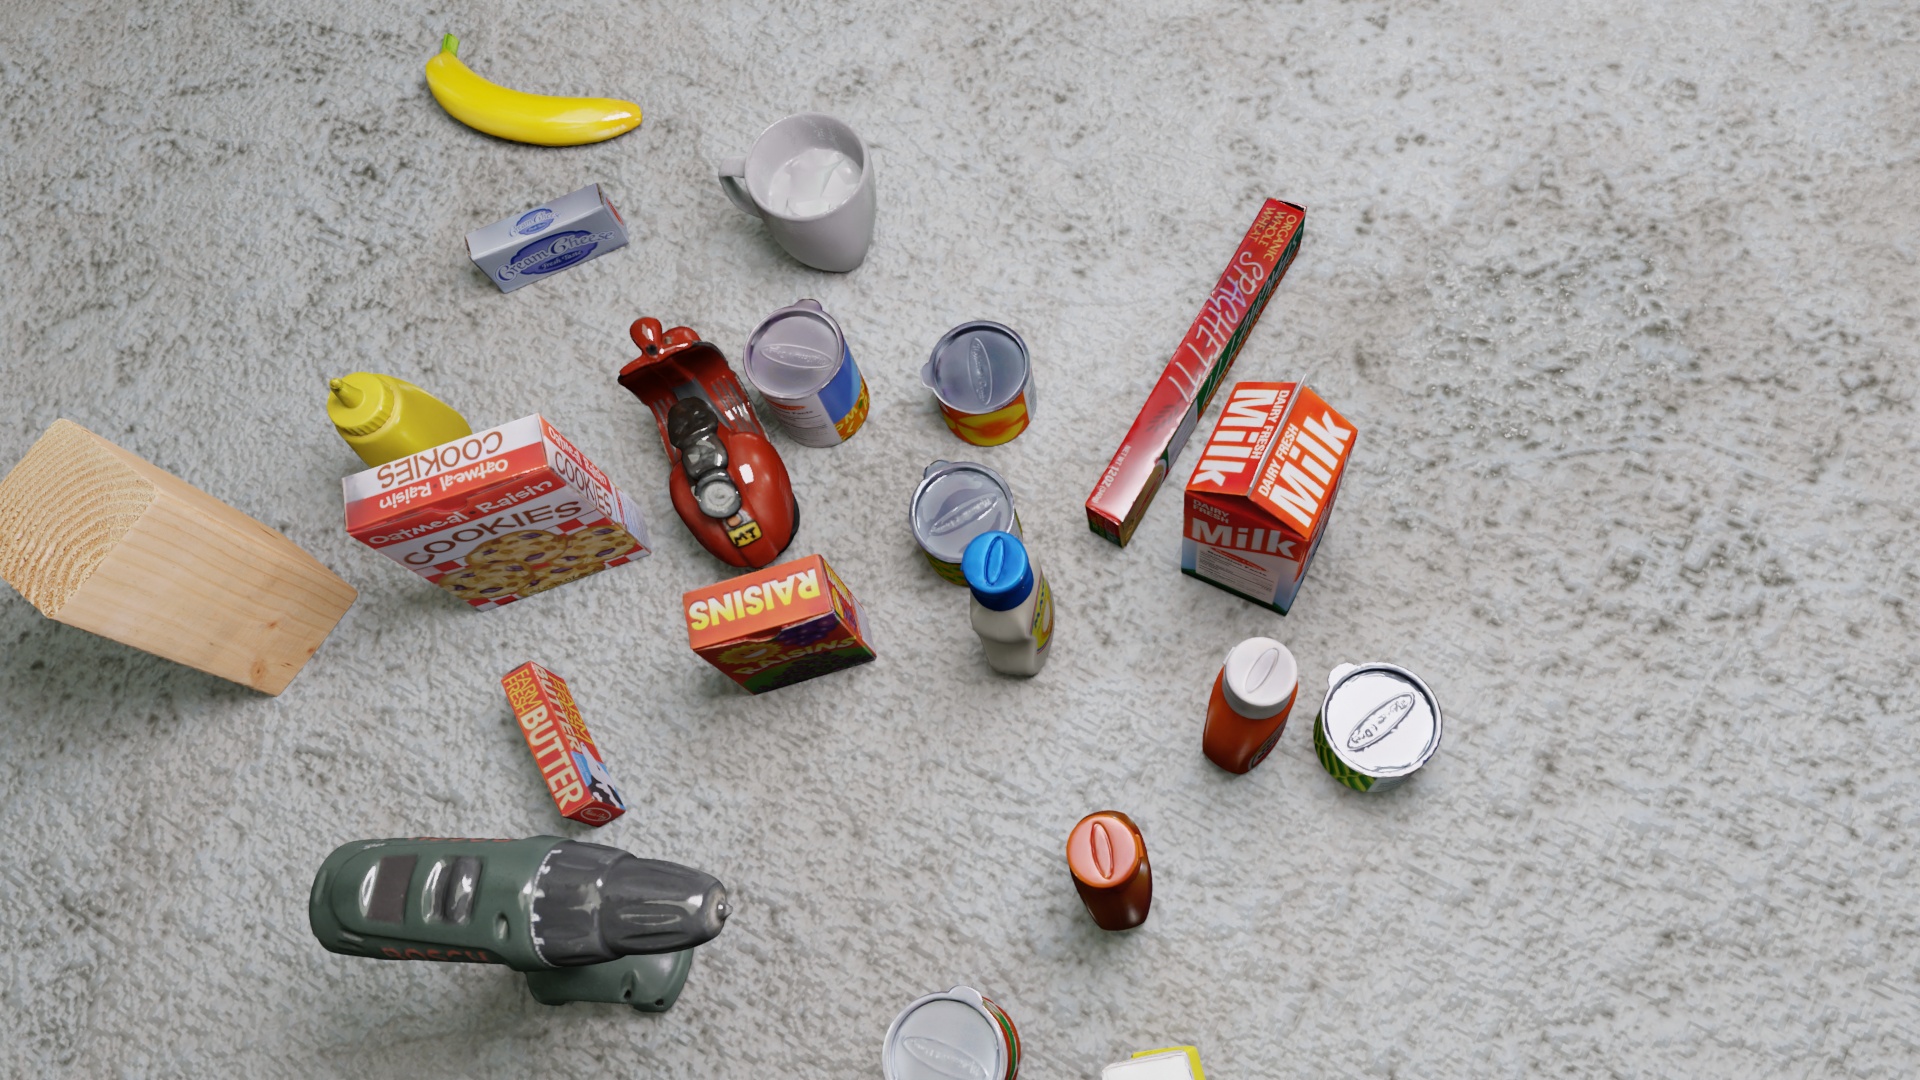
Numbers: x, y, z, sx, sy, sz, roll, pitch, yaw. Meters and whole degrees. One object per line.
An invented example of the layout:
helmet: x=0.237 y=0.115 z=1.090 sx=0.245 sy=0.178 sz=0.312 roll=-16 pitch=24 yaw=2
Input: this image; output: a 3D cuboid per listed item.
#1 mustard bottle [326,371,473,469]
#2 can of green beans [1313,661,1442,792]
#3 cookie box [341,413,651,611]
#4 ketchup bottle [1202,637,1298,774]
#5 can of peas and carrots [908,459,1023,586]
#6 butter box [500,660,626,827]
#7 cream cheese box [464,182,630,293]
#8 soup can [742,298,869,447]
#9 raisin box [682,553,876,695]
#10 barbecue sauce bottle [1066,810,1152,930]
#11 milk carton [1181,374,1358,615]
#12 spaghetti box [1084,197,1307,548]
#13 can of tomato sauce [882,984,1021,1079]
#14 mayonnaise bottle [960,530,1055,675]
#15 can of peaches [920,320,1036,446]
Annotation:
mustard bottle: x=-0.367 y=-0.073 z=0.903 sx=0.049 sy=0.160 sz=0.065 roll=-13 pitch=70 yaw=4
can of green beans: x=0.240 y=0.109 z=0.805 sx=0.071 sy=0.057 sz=0.071 roll=-3 pitch=71 yaw=8
cookie box: x=-0.282 y=-0.012 z=0.865 sx=0.123 sy=0.167 sz=0.040 roll=-19 pitch=70 yaw=2
ketchup bottle: x=0.162 y=0.089 z=0.775 sx=0.043 sy=0.148 sz=0.065 roll=31 pitch=79 yaw=17
can of peas and carrots: x=0.003 y=-0.011 z=0.881 sx=0.071 sy=0.058 sz=0.071 roll=-3 pitch=71 yaw=8
butter box: x=-0.250 y=0.128 z=0.873 sx=0.024 sy=0.053 sz=0.104 roll=-31 pitch=70 yaw=-2
cream cheese box: x=-0.296 y=-0.216 z=0.999 sx=0.104 sy=0.053 sz=0.024 roll=-21 pitch=70 yaw=1
soup can: x=-0.099 y=-0.109 z=0.916 sx=0.071 sy=0.083 sz=0.071 roll=-3 pitch=71 yaw=8
raisin box: x=-0.107 y=0.054 z=0.840 sx=0.086 sy=0.123 sz=0.040 roll=-16 pitch=70 yaw=3
barbecue sauce bottle: x=0.081 y=0.176 z=0.757 sx=0.044 sy=0.148 sz=0.065 roll=-11 pitch=70 yaw=5
milk carton: x=0.173 y=-0.026 z=0.791 sx=0.073 sy=0.190 sz=0.072 roll=24 pitch=77 yaw=15
spaghetti box: x=0.154 y=-0.111 z=0.898 sx=0.029 sy=0.050 sz=0.250 roll=28 pitch=77 yaw=16
can of tomato sauce: x=-0.002 y=0.282 z=0.767 sx=0.071 sy=0.083 sz=0.071 roll=-3 pitch=71 yaw=8
mayonnaise bottle: x=0.029 y=0.035 z=0.814 sx=0.041 sy=0.147 sz=0.065 roll=8 pitch=73 yaw=11
can of peaches: x=0.013 y=-0.102 z=0.911 sx=0.071 sy=0.058 sz=0.071 roll=-3 pitch=71 yaw=8
